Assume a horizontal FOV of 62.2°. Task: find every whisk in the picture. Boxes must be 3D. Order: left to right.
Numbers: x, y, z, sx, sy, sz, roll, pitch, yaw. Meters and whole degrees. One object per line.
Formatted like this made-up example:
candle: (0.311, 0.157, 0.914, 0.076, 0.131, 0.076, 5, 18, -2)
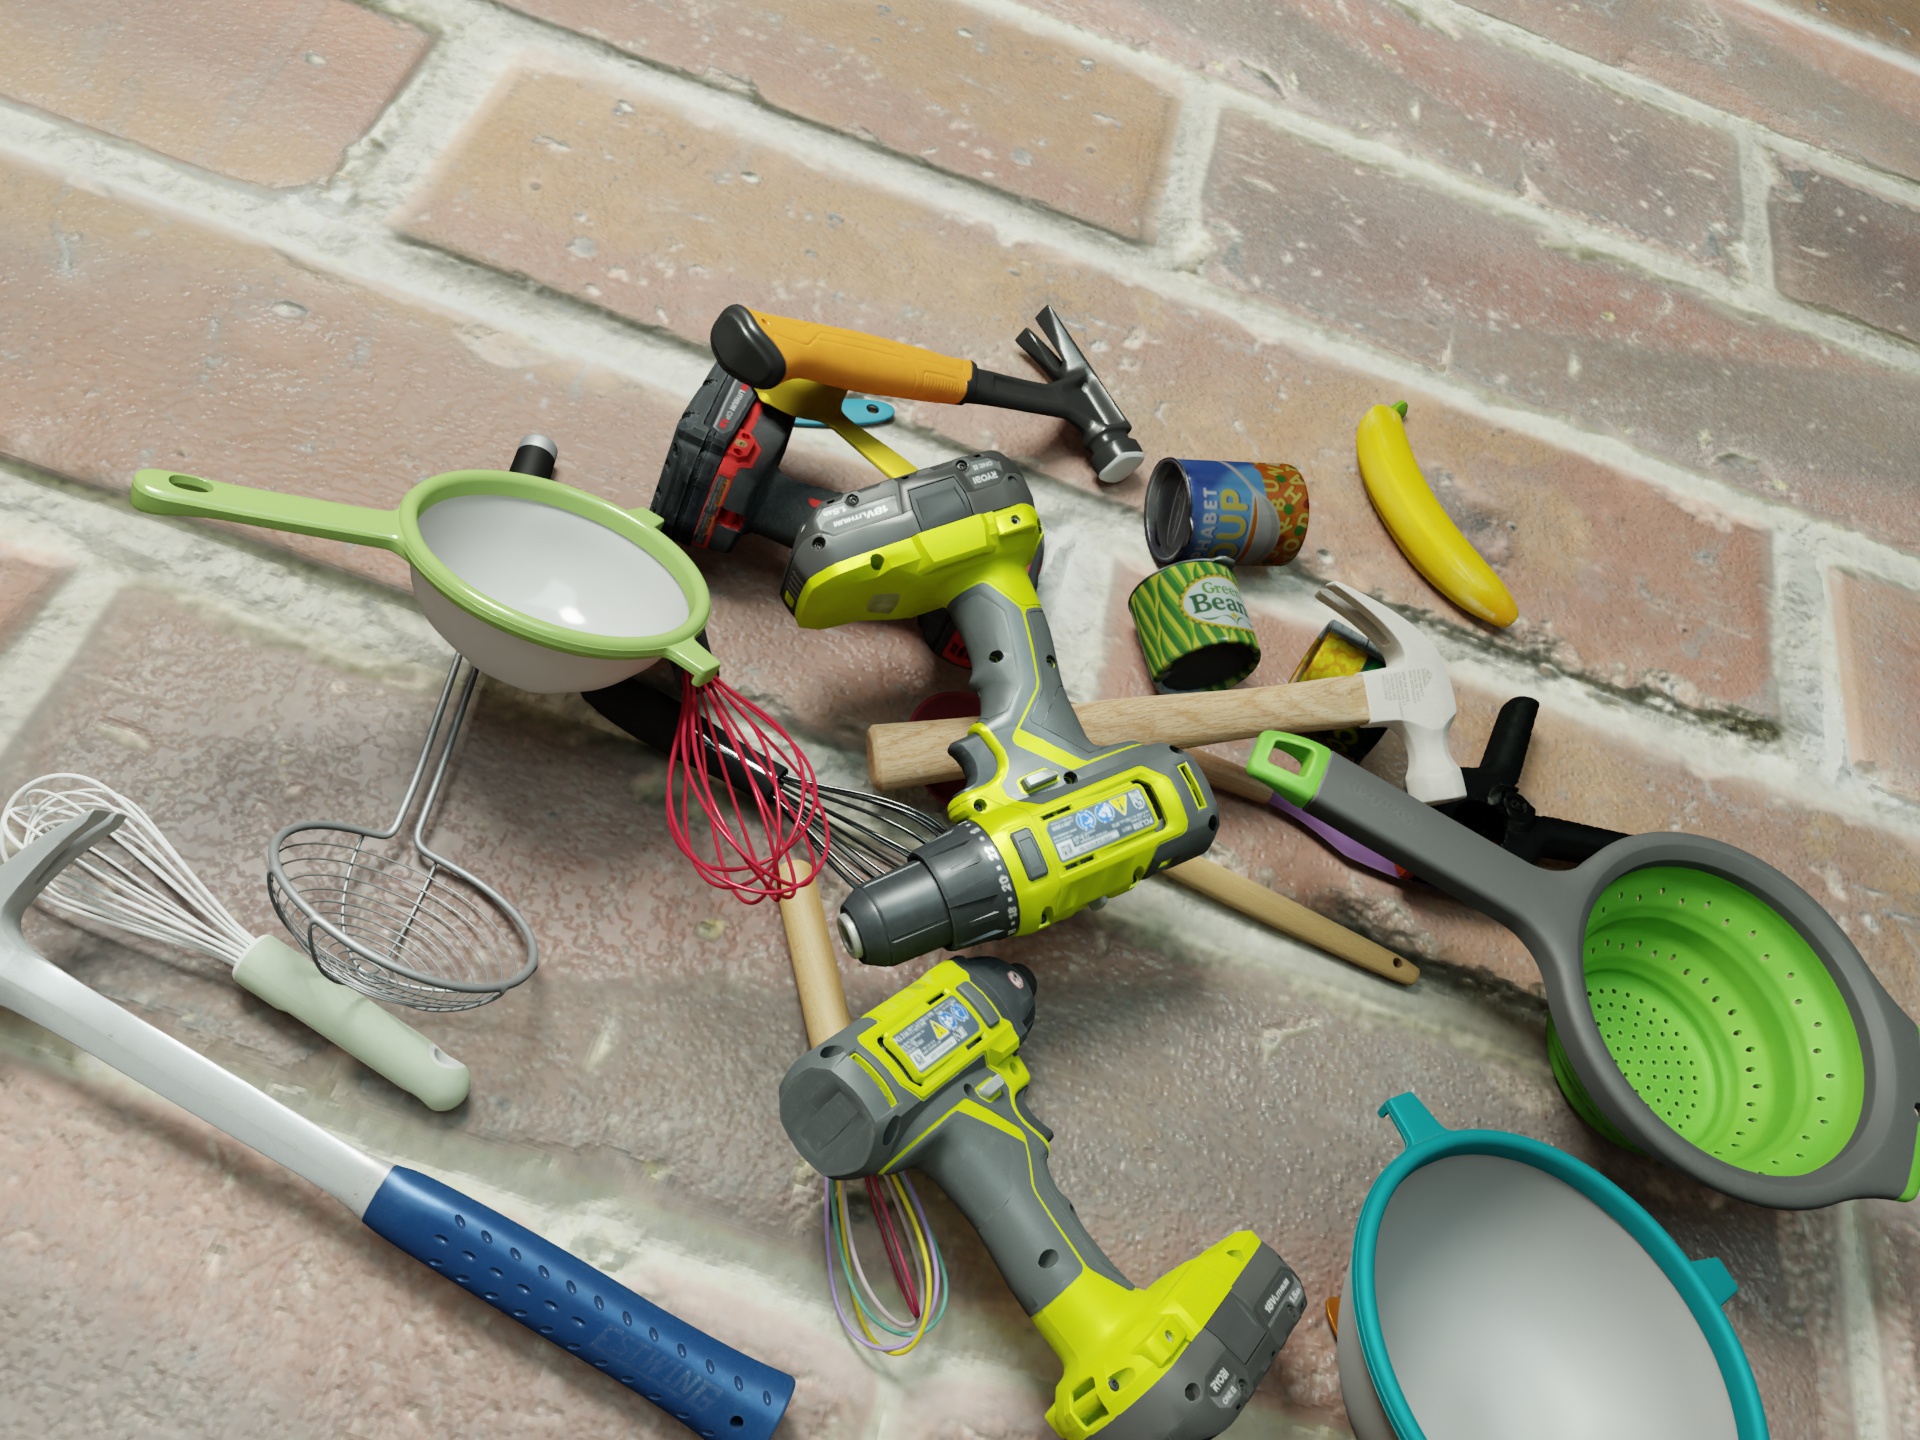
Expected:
whisk: (-0.326, 0.103, 0.716, 0.246, 0.058, 0.059, 33, 89, 1)
whisk: (-0.127, -0.011, 0.796, 0.073, 0.073, 0.296, -5, 38, -20)
whisk: (-0.098, 0.035, 0.825, 0.239, 0.055, 0.055, 29, 55, 8)
whisk: (-0.052, 0.174, 0.753, 0.051, 0.047, 0.245, -6, 57, -19)

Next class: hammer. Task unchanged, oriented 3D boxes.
hammer: (-0.250, 0.187, 0.666, 0.405, 0.035, 0.144, 31, 81, -1)
hammer: (-0.016, -0.204, 0.916, 0.336, 0.034, 0.127, -5, 60, -53)
hammer: (0.113, -0.001, 0.865, 0.331, 0.031, 0.130, -6, 80, -12)

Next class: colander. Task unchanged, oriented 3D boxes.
colander: (0.317, 0.129, 0.857, 0.397, 0.094, 0.205, 30, 55, 1)

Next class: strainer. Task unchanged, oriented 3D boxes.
strainer: (-0.246, -0.061, 0.739, 0.256, 0.069, 0.152, 9, 32, -30)
strainer: (0.230, 0.343, 0.679, 0.211, 0.095, 0.341, 29, 44, -3)

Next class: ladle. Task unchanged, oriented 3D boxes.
ladle: (0.111, 0.073, 0.877, 0.315, 0.031, 0.069, 26, 65, -2)

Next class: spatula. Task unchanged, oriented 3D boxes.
spatula: (0.156, 0.031, 0.919, 0.316, 0.018, 0.060, 20, 53, -7)

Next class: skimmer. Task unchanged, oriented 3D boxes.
skimmer: (-0.238, -0.022, 0.790, 0.127, 0.090, 0.364, 28, 49, -27)

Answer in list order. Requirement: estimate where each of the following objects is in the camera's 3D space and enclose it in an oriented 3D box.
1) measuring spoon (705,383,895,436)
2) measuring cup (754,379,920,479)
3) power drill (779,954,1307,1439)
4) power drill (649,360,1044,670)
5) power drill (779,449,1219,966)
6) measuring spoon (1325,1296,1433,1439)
measuring spoon: (-0.101, -0.196, 0.984, 0.128, 0.021, 0.042, -4, 60, -18)
measuring cup: (-0.051, -0.166, 0.881, 0.156, 0.029, 0.062, 40, 41, 10)
power drill: (0.042, 0.209, 0.714, 0.223, 0.080, 0.171, 48, 31, 12)
power drill: (-0.055, -0.123, 0.916, 0.219, 0.078, 0.143, 24, 41, -7)
power drill: (-0.001, -0.003, 0.783, 0.190, 0.080, 0.229, -20, 77, -19)
measuring spoon: (0.206, 0.329, 0.754, 0.021, 0.011, 0.117, -10, 58, -38)
